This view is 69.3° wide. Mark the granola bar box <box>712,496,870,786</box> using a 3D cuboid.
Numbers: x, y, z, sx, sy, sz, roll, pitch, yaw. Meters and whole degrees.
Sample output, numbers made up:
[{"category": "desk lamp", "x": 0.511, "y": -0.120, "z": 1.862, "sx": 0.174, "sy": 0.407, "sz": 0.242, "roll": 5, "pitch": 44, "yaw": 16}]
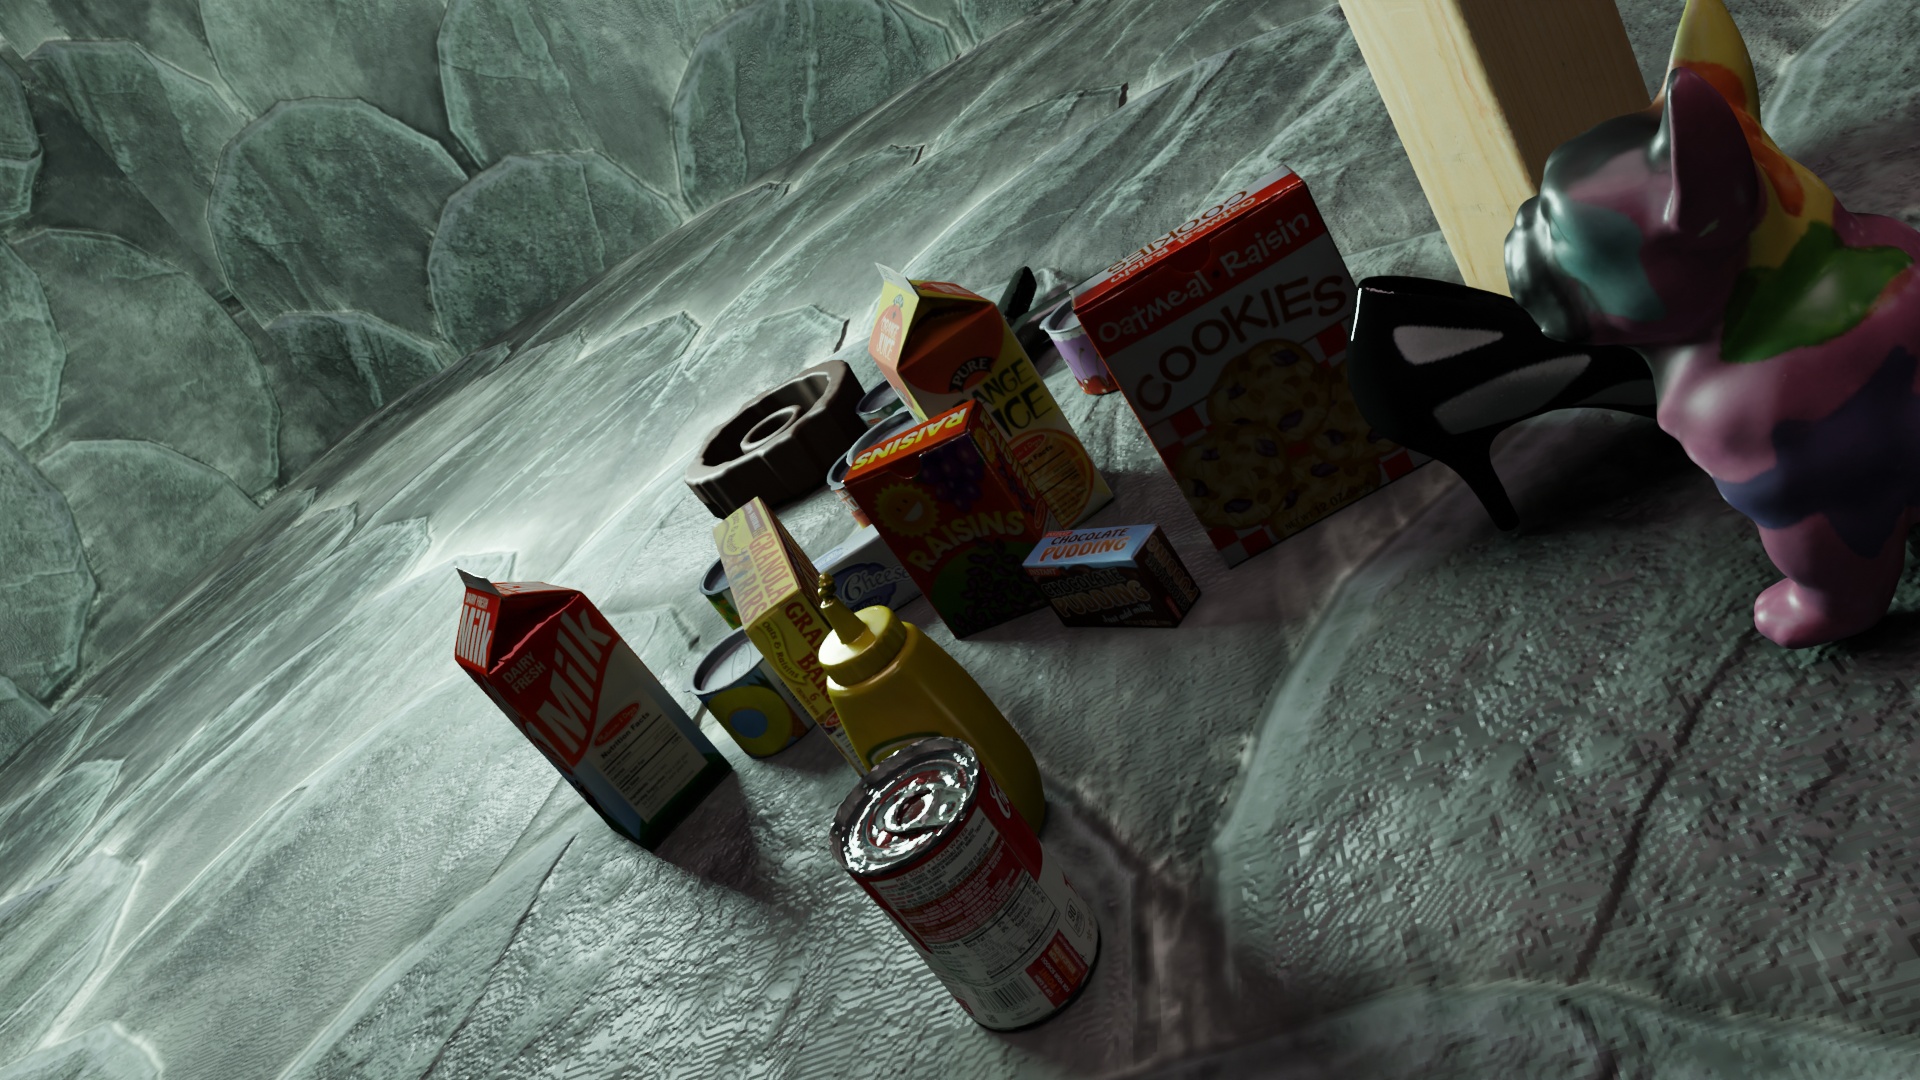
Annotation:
[{"category": "granola bar box", "x": -0.083, "y": 0.054, "z": 0.789, "sx": 0.039, "sy": 0.124, "sz": 0.166, "roll": -36, "pitch": 24, "yaw": -2}]

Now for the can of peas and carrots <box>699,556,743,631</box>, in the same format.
[{"category": "can of peas and carrots", "x": -0.140, "y": 0.035, "z": 0.976, "sx": 0.071, "sy": 0.058, "sz": 0.071, "roll": -28, "pitch": 25, "yaw": 14}]

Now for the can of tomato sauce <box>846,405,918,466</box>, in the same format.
[{"category": "can of tomato sauce", "x": -0.026, "y": -0.041, "z": 0.942, "sx": 0.071, "sy": 0.083, "sz": 0.071, "roll": -28, "pitch": 25, "yaw": 14}]

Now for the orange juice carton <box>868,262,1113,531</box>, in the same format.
[{"category": "orange juice carton", "x": 0.009, "y": -0.087, "z": 0.851, "sx": 0.073, "sy": 0.192, "sz": 0.072, "roll": -36, "pitch": 24, "yaw": -3}]

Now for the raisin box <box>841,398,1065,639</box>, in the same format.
[{"category": "raisin box", "x": 0.003, "y": -0.010, "z": 0.800, "sx": 0.086, "sy": 0.123, "sz": 0.040, "roll": -22, "pitch": 27, "yaw": 26}]

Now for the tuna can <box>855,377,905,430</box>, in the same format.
[{"category": "tuna can", "x": -0.051, "y": -0.116, "z": 1.173, "sx": 0.071, "sy": 0.032, "sz": 0.071, "roll": -28, "pitch": 25, "yaw": 14}]

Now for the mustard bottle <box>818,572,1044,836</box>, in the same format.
[{"category": "mustard bottle", "x": -0.022, "y": 0.079, "z": 0.624, "sx": 0.065, "sy": 0.159, "sz": 0.049, "roll": -23, "pitch": 26, "yaw": 24}]

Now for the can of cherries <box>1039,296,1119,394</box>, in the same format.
[{"category": "can of cherries", "x": 0.102, "y": -0.147, "z": 1.006, "sx": 0.071, "sy": 0.058, "sz": 0.072, "roll": -28, "pitch": 25, "yaw": 14}]

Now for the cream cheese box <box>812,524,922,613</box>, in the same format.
[{"category": "cream cheese box", "x": -0.074, "y": 0.033, "z": 0.904, "sx": 0.104, "sy": 0.053, "sz": 0.024, "roll": -32, "pitch": 24, "yaw": 6}]

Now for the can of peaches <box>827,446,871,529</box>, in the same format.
[{"category": "can of peaches", "x": -0.055, "y": -0.038, "z": 1.003, "sx": 0.071, "sy": 0.058, "sz": 0.071, "roll": -28, "pitch": 25, "yaw": 14}]

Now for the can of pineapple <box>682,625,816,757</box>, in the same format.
[{"category": "can of pineapple", "x": -0.124, "y": 0.091, "z": 0.854, "sx": 0.071, "sy": 0.057, "sz": 0.071, "roll": -28, "pitch": 25, "yaw": 14}]

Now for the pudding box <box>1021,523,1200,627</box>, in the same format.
[{"category": "pudding box", "x": 0.079, "y": 0.019, "z": 0.740, "sx": 0.083, "sy": 0.049, "sz": 0.030, "roll": -4, "pitch": 38, "yaw": 49}]

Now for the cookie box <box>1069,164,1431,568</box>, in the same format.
[{"category": "cookie box", "x": 0.148, "y": -0.084, "z": 0.699, "sx": 0.123, "sy": 0.167, "sz": 0.040, "roll": -30, "pitch": 24, "yaw": 11}]

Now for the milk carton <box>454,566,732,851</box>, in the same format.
[{"category": "milk carton", "x": -0.230, "y": 0.090, "z": 0.829, "sx": 0.074, "sy": 0.190, "sz": 0.072, "roll": -46, "pitch": 26, "yaw": -23}]
